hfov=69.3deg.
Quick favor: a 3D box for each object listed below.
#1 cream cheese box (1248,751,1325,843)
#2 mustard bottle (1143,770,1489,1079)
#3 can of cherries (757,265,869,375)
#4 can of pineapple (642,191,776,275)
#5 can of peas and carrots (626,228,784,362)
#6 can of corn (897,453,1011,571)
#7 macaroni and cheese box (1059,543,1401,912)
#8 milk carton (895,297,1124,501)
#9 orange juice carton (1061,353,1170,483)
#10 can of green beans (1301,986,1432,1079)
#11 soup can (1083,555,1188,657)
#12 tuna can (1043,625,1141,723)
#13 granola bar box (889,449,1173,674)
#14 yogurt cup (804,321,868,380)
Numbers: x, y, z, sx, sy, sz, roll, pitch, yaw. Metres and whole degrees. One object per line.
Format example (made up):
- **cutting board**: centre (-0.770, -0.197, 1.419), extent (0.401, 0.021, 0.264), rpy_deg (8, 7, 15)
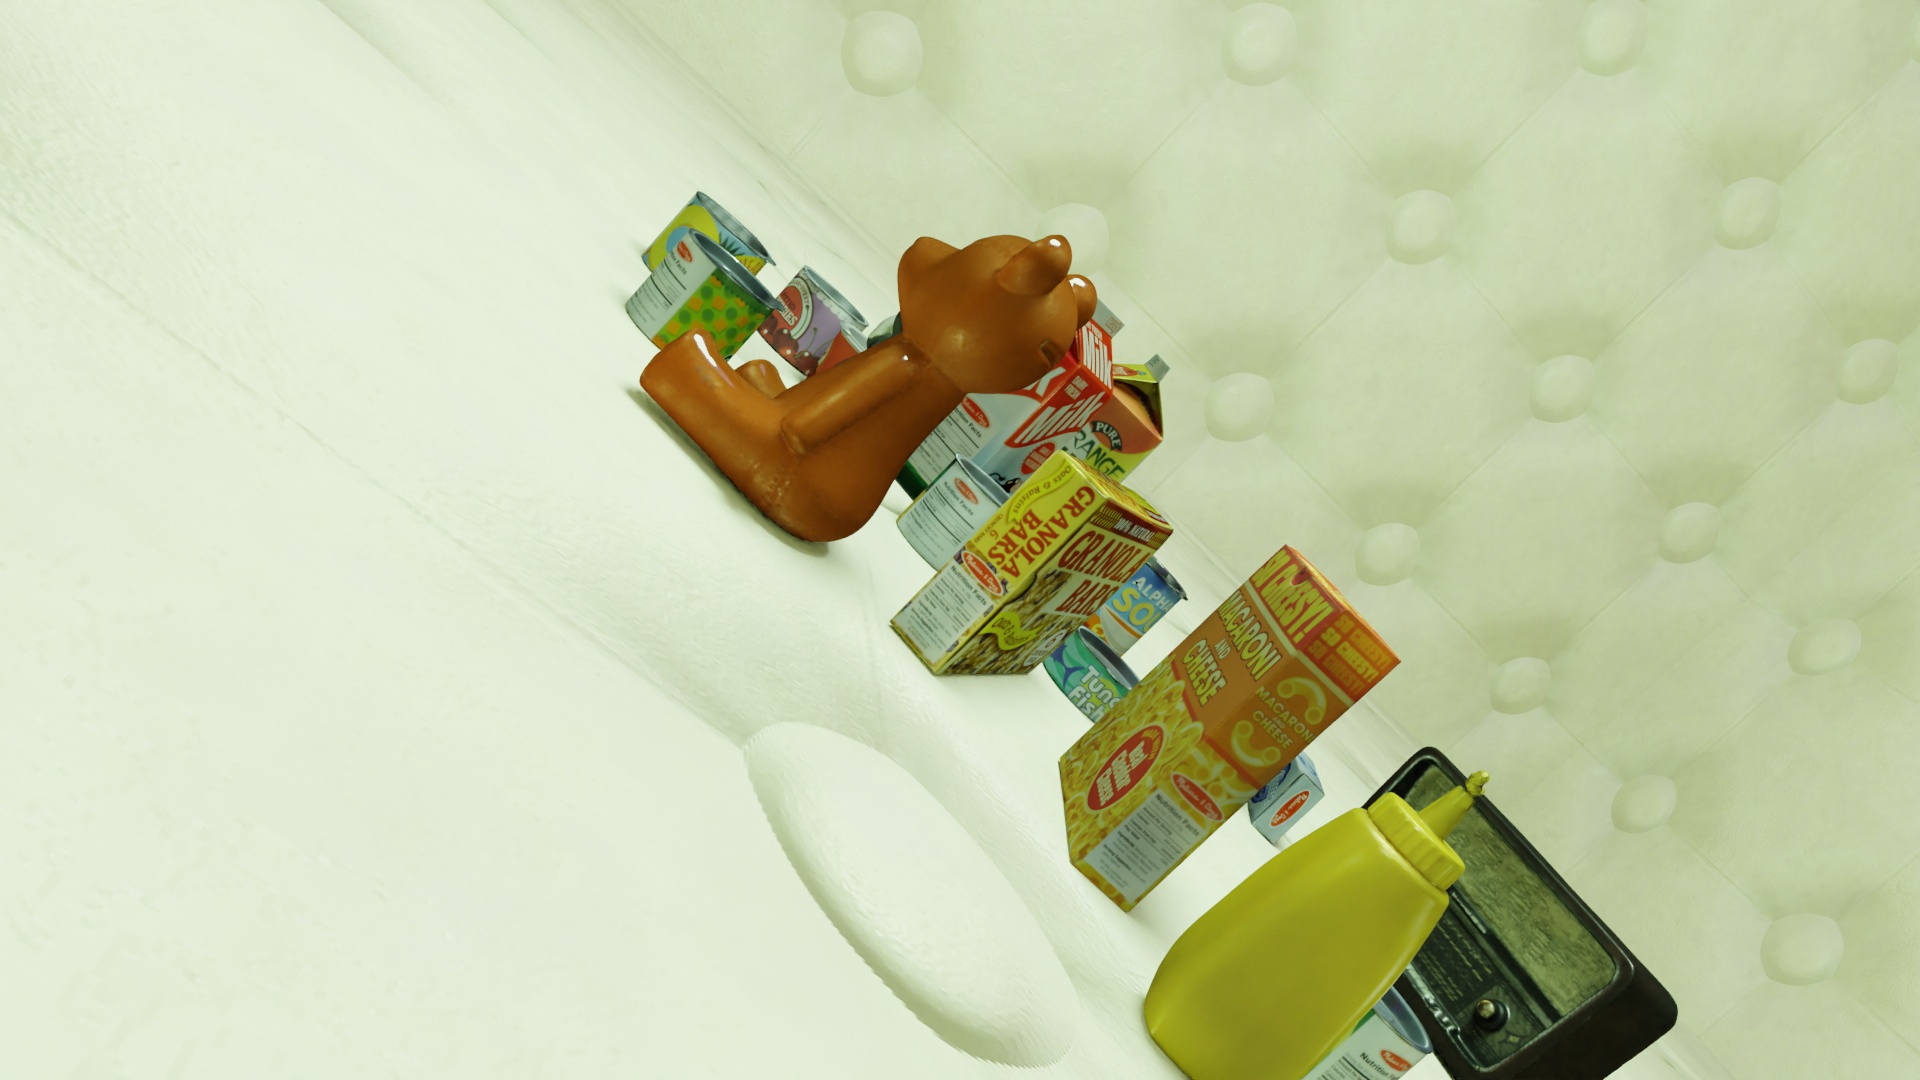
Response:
- **cream cheese box**: centre (0.240, 0.186, 1.033), extent (0.024, 0.053, 0.104), rpy_deg (45, 10, 3)
- **mustard bottle**: centre (0.143, 0.144, 0.529), extent (0.065, 0.160, 0.049), rpy_deg (44, 10, -3)
- **can of cherries**: centre (-0.114, -0.165, 1.044), extent (0.071, 0.058, 0.071), rpy_deg (43, 10, -9)
- **can of pineapple**: centre (-0.169, -0.190, 0.934), extent (0.071, 0.058, 0.071), rpy_deg (43, 10, -9)
- **can of peas and carrots**: centre (-0.147, -0.134, 0.800), extent (0.071, 0.058, 0.071), rpy_deg (43, 10, -9)
- **can of corn**: centre (0.003, -0.011, 0.889), extent (0.071, 0.058, 0.071), rpy_deg (43, 10, -9)
- **macaroni and cheese box**: centre (0.120, 0.083, 0.664), extent (0.040, 0.166, 0.124), rpy_deg (43, 10, -8)
- **milk carton**: centre (0.039, -0.098, 0.996), extent (0.073, 0.190, 0.072), rpy_deg (49, 11, 26)
- **orange juice carton**: centre (0.091, -0.071, 1.083), extent (0.073, 0.192, 0.072), rpy_deg (42, 10, -11)
- **can of green beans**: centre (0.161, 0.214, 0.608), extent (0.071, 0.057, 0.071), rpy_deg (43, 10, -9)
- **soup can**: centre (0.114, 0.047, 1.013), extent (0.071, 0.083, 0.071), rpy_deg (43, 10, -9)
- **tuna can**: centre (0.087, 0.088, 0.888), extent (0.071, 0.033, 0.071), rpy_deg (43, 10, -9)
- **granola bar box**: centre (0.045, 0.018, 0.752), extent (0.039, 0.124, 0.165), rpy_deg (47, 11, 17)
- **yogurt cup**: centre (-0.076, -0.115, 1.004), extent (0.072, 0.054, 0.072), rpy_deg (43, 10, -9)
